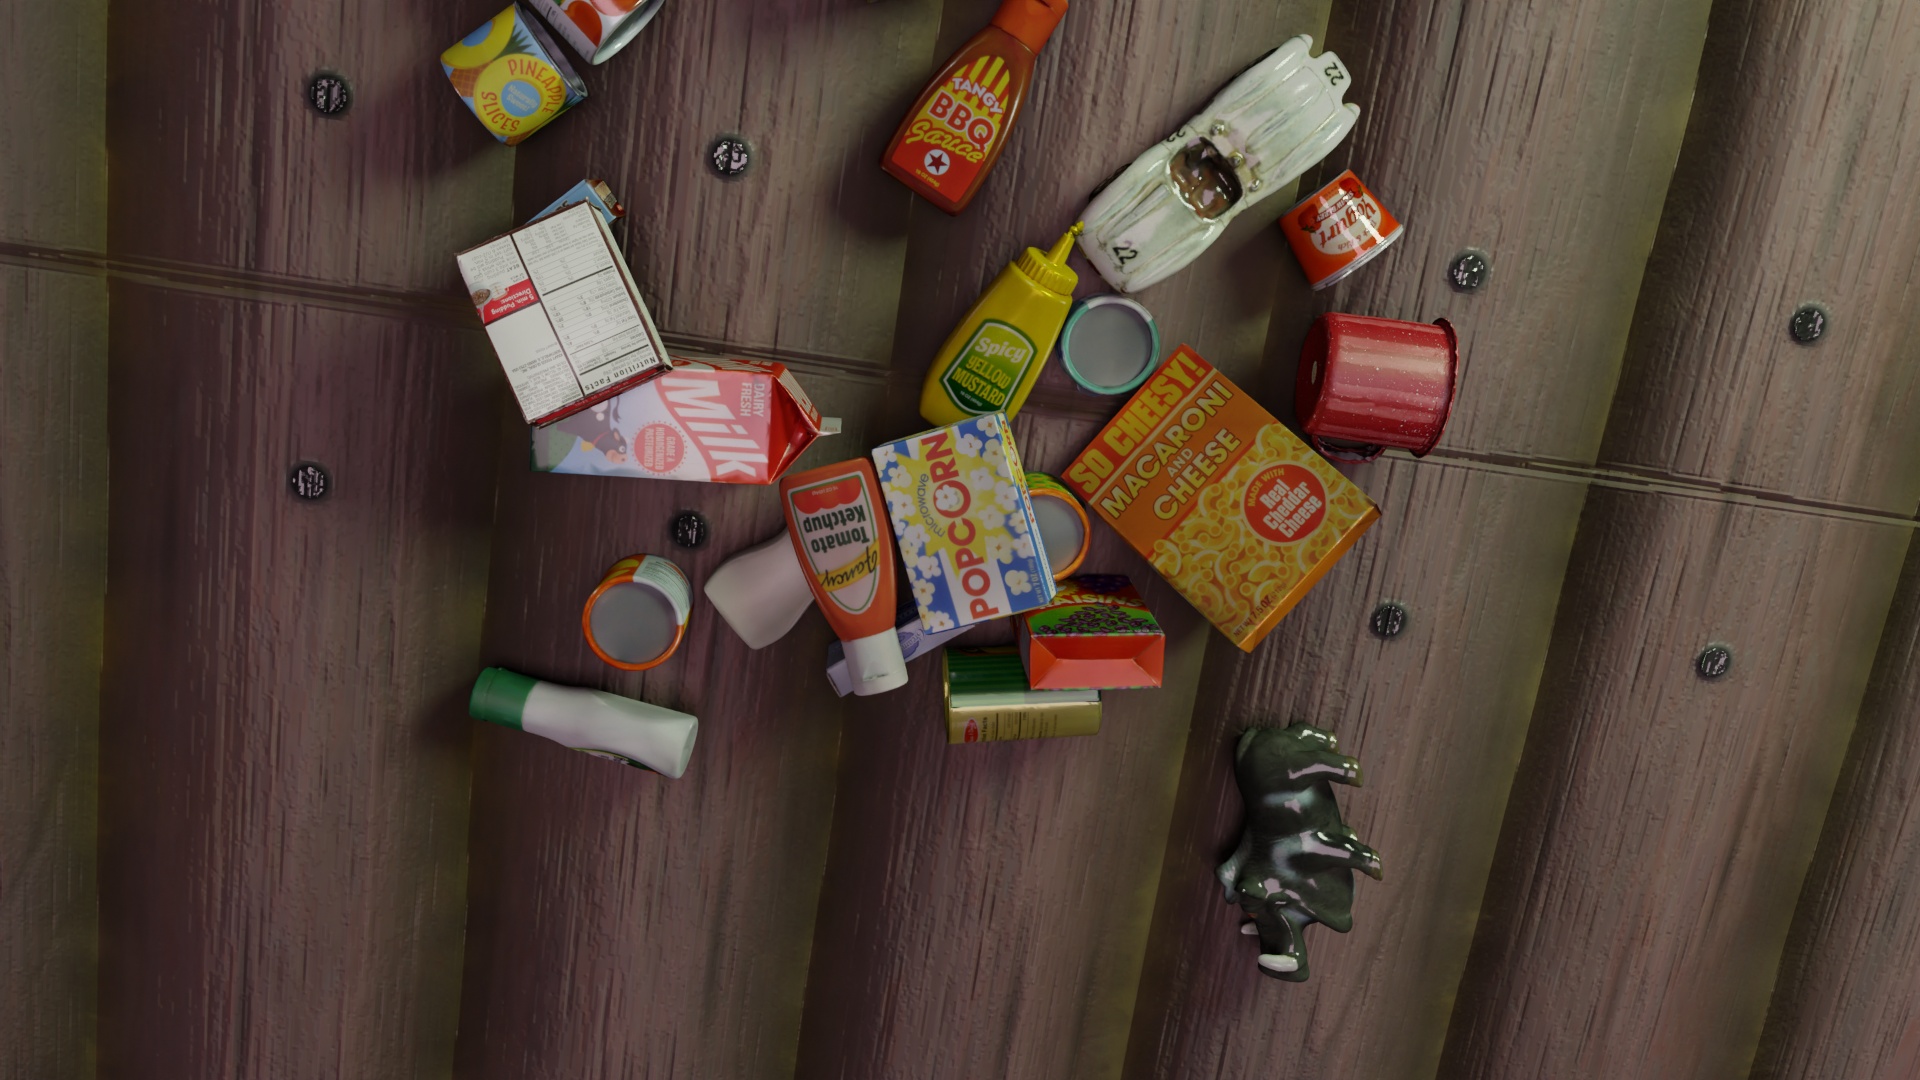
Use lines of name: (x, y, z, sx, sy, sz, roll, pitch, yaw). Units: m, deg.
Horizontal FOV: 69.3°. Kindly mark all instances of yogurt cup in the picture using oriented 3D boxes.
yogurt cup: (0.243, -0.203, 0.900, 0.072, 0.072, 0.054, -36, 95, 5)

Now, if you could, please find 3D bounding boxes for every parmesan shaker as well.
parmesan shaker: (0.041, 0.105, 0.957, 0.103, 0.071, 0.071, -3, 104, -4)

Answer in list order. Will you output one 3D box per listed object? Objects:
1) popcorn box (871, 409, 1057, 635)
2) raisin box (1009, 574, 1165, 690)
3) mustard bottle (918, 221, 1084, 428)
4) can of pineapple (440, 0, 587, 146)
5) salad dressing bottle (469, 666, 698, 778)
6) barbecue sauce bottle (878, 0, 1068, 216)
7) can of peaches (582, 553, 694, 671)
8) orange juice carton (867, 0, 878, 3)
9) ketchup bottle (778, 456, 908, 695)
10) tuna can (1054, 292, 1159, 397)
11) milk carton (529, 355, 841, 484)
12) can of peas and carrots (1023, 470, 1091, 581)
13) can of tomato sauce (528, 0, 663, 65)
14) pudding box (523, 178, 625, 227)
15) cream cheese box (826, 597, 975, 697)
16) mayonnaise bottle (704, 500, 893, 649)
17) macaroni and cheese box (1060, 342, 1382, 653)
popcorn box: (0.003, -0.011, 0.884, 0.085, 0.038, 0.126, -15, 94, 15)
raisin box: (0.080, 0.058, 0.917, 0.086, 0.124, 0.040, -1, 105, -4)
mustard bottle: (0.032, -0.137, 0.892, 0.065, 0.049, 0.159, 29, 112, -9)
can of pineapple: (-0.269, -0.281, 0.840, 0.058, 0.071, 0.071, -33, 103, 5)
salad dressing bottle: (-0.255, 0.122, 0.943, 0.148, 0.064, 0.044, 15, 83, 1)
barbecue sauce bottle: (0.012, -0.282, 0.874, 0.065, 0.044, 0.148, 32, 99, -10)
can of peaches: (-0.216, 0.049, 0.927, 0.071, 0.058, 0.071, -1, 103, -4)
orange juice carton: (0.028, -0.387, 0.836, 0.193, 0.072, 0.073, -15, 105, 0)
ketchup bottle: (-0.069, 0.024, 0.893, 0.065, 0.043, 0.148, -14, 95, 3)
tuna can: (0.096, -0.128, 0.921, 0.071, 0.033, 0.071, -1, 103, -4)
milk carton: (-0.172, -0.079, 0.893, 0.191, 0.072, 0.073, 3, 103, -5)
can of peas and carrots: (0.054, -0.009, 0.933, 0.071, 0.059, 0.070, -1, 104, -4)
can of tomato sauce: (-0.227, -0.340, 0.831, 0.071, 0.071, 0.083, -43, 103, 6)
pudding box: (-0.254, -0.192, 0.872, 0.083, 0.050, 0.030, -35, 105, 4)
cream cheese box: (-0.042, 0.065, 0.946, 0.104, 0.053, 0.024, -28, 106, 3)
mayonnaise bottle: (-0.097, 0.007, 0.935, 0.148, 0.041, 0.064, -37, 99, 3)
macaroni and cheese box: (0.166, -0.029, 0.902, 0.123, 0.040, 0.167, -47, 66, 6)
